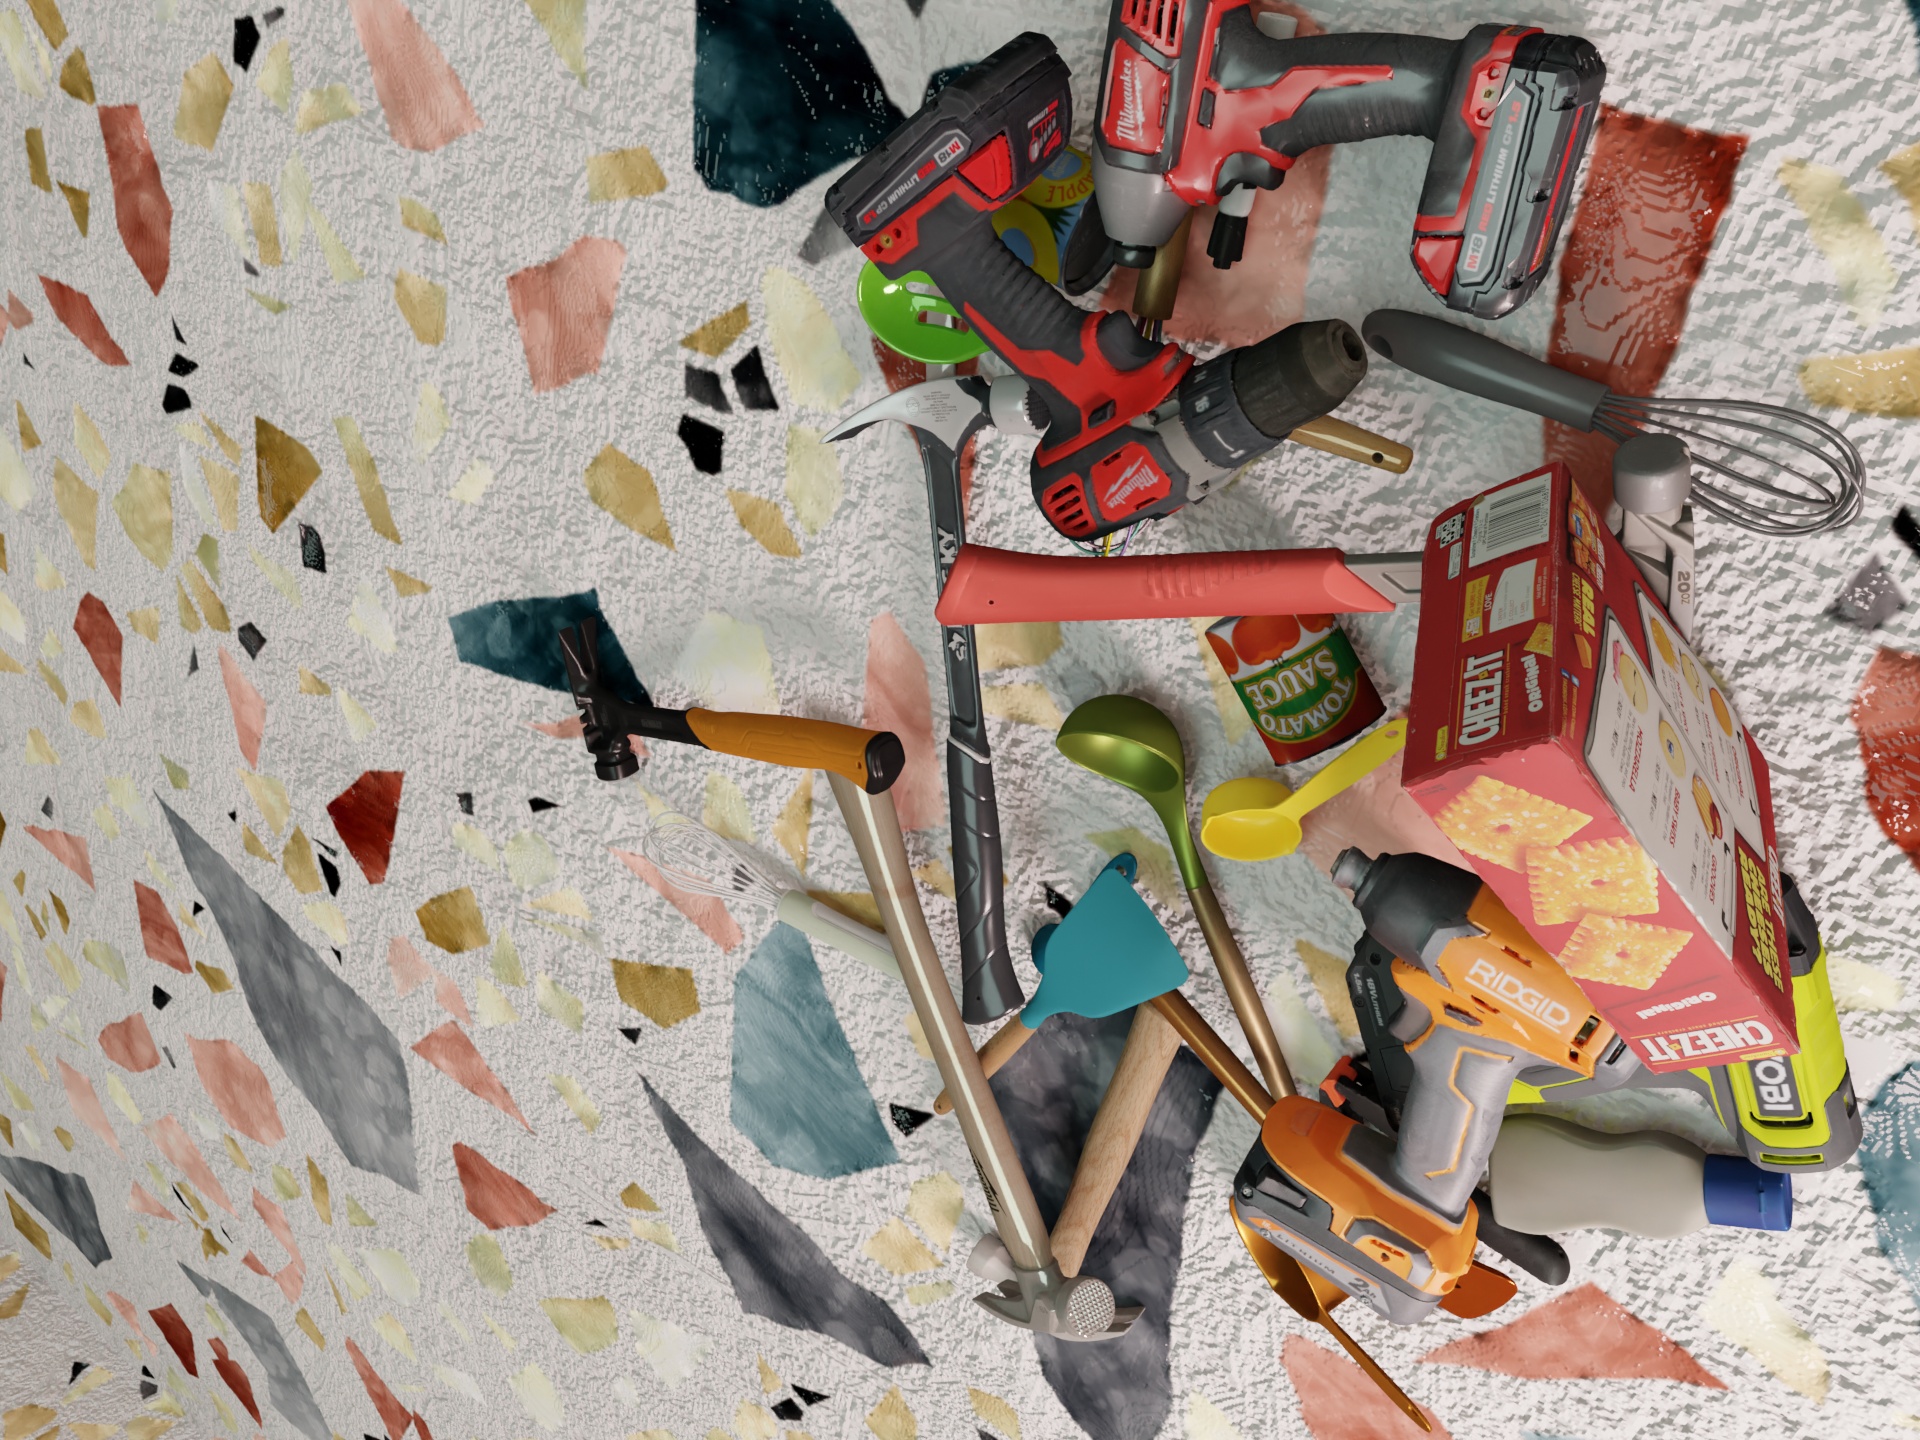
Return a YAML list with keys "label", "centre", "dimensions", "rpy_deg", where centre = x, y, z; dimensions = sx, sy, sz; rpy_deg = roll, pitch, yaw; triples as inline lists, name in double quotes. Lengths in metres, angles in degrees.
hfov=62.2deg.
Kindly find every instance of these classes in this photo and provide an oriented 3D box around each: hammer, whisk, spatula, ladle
- label: "hammer"
  centre: [-0.013, 0.218, 1.092]
  dimensions: [0.146, 0.038, 0.411]
  rpy_deg: [-27, 83, 60]
- label: "whisk"
  centre: [-0.135, 0.132, 1.180]
  dimensions: [0.246, 0.058, 0.059]
  rpy_deg: [23, 116, 21]
- label: "spatula"
  centre: [0.191, 0.231, 0.954]
  dimensions: [0.323, 0.041, 0.081]
  rpy_deg: [48, 154, 22]
- label: "hammer"
  centre: [-0.002, -0.003, 0.979]
  dimensions: [0.149, 0.036, 0.408]
  rpy_deg: [4, 106, 32]
- label: "hammer"
  centre: [0.161, -0.061, 0.777]
  dimensions: [0.359, 0.037, 0.149]
  rpy_deg: [-1, 136, 21]
- label: "whisk"
  centre: [0.290, -0.143, 0.725]
  dimensions: [0.239, 0.055, 0.055]
  rpy_deg: [30, 126, 28]
- label: "hammer"
  centre: [-0.167, 0.000, 1.117]
  dimensions: [0.337, 0.034, 0.127]
  rpy_deg: [8, 117, 43]
- label: "spatula"
  centre: [0.046, 0.206, 1.067]
  dimensions: [0.082, 0.044, 0.317]
  rpy_deg: [55, 145, 15]
- label: "hammer"
  centre: [0.098, 0.314, 1.101]
  dimensions: [0.130, 0.031, 0.331]
  rpy_deg: [31, 127, 22]
- label: "ladle"
  centre: [0.145, 0.128, 0.961]
  dimensions: [0.078, 0.062, 0.320]
  rpy_deg: [-7, 110, 54]
- label: "whisk"
  centre: [0.096, -0.196, 0.851]
  dimensions: [0.051, 0.047, 0.244]
  rpy_deg: [24, 120, 26]

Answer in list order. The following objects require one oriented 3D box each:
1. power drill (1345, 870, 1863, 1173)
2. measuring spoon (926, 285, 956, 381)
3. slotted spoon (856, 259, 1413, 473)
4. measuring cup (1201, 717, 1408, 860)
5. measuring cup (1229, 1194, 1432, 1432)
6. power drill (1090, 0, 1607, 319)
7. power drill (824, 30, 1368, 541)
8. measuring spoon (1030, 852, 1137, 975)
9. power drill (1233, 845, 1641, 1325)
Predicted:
- label: "power drill"
  centre: [0.325, 0.144, 0.821]
  dimensions: [0.223, 0.080, 0.171]
  rpy_deg: [-10, 105, 36]
- label: "measuring spoon"
  centre: [-0.016, -0.231, 0.929]
  dimensions: [0.034, 0.018, 0.124]
  rpy_deg: [16, 121, 30]
- label: "slotted spoon"
  centre: [0.083, -0.184, 0.822]
  dimensions: [0.314, 0.031, 0.070]
  rpy_deg: [25, 130, 22]
- label: "measuring cup"
  centre: [0.192, 0.031, 0.877]
  dimensions: [0.062, 0.029, 0.156]
  rpy_deg: [23, 139, -23]
- label: "measuring cup"
  centre: [0.236, 0.343, 0.960]
  dimensions: [0.174, 0.052, 0.095]
  rpy_deg: [45, 158, 39]
- label: "power drill"
  centre: [0.163, -0.260, 0.727]
  dimensions: [0.220, 0.078, 0.143]
  rpy_deg: [21, 122, 22]
- label: "power drill"
  centre: [0.065, -0.201, 0.746]
  dimensions: [0.188, 0.080, 0.226]
  rpy_deg: [-21, 112, 47]
- label: "measuring spoon"
  centre: [0.079, 0.130, 1.031]
  dimensions: [0.042, 0.021, 0.128]
  rpy_deg: [41, 132, 13]
- label: "power drill"
  centre: [0.225, 0.175, 0.800]
  dimensions: [0.164, 0.084, 0.226]
  rpy_deg: [31, 118, 16]
